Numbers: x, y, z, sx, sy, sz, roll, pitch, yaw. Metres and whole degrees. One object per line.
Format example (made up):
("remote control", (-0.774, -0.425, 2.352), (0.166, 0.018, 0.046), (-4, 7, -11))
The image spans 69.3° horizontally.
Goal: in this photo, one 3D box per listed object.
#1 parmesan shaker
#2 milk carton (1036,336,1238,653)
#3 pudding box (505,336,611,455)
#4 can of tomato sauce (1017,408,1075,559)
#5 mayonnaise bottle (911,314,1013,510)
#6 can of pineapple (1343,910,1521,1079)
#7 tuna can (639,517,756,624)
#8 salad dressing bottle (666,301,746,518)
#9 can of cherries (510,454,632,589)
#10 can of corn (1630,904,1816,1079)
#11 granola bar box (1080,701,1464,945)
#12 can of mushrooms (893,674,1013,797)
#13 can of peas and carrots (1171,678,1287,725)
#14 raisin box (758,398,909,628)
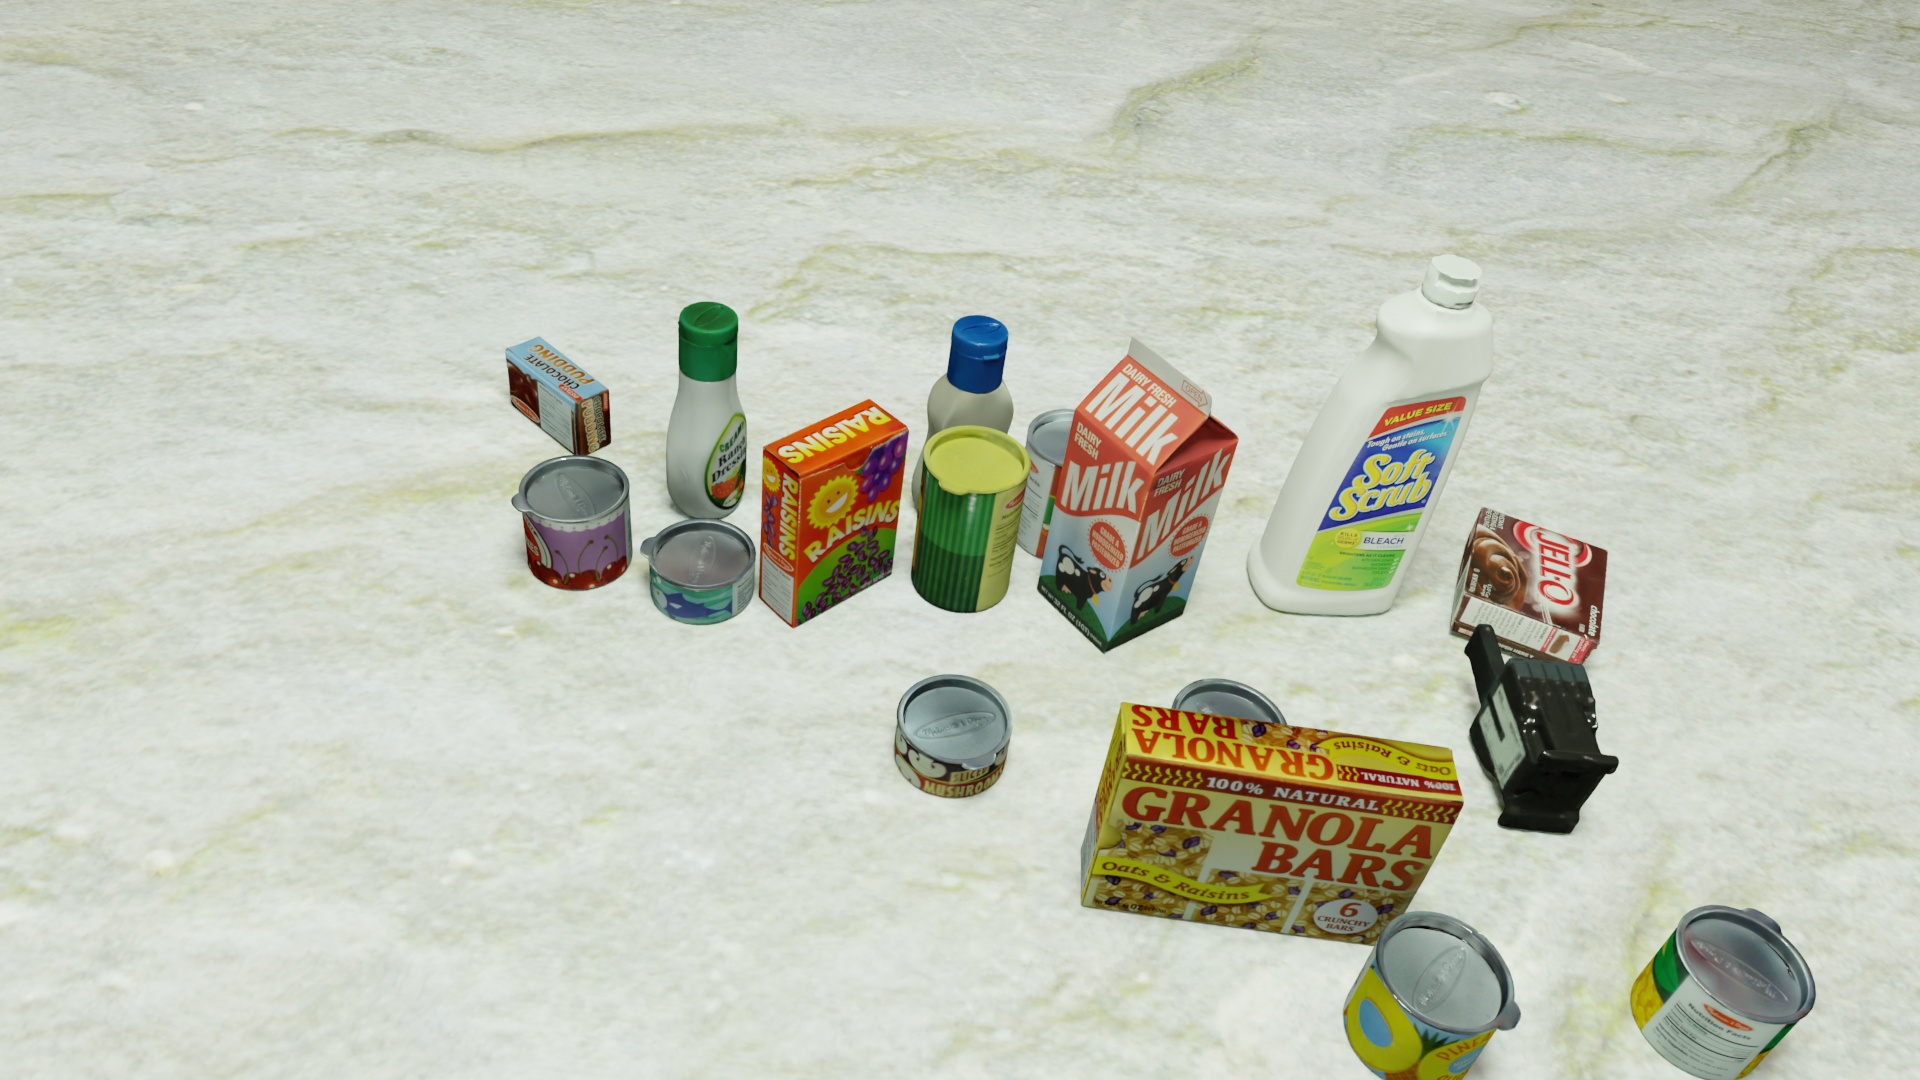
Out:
("parmesan shaker", (0.003, -0.011, 0.879), (0.071, 0.102, 0.072), (5, 41, -4))
("milk carton", (0.109, -0.029, 0.852), (0.074, 0.189, 0.072), (-22, 49, -31))
("pudding box", (-0.282, -0.101, 0.974), (0.084, 0.049, 0.030), (35, 47, 27))
("can of tomato sauce", (0.074, -0.036, 0.936), (0.071, 0.082, 0.071), (5, 41, -4))
("mayonnaise bottle", (0.005, -0.078, 0.923), (0.065, 0.147, 0.041), (-12, 44, -22))
("can of pineapple", (0.228, 0.227, 0.678), (0.071, 0.057, 0.071), (5, 41, -4))
("tuna can", (-0.164, 0.019, 0.868), (0.071, 0.032, 0.071), (5, 41, -4))
("salad dressing bottle", (-0.163, -0.083, 0.898), (0.044, 0.146, 0.064), (22, 42, 15))
("can of cherries", (-0.242, -0.011, 0.869), (0.071, 0.058, 0.072), (5, 41, -4))
("can of corn", (0.385, 0.228, 0.704), (0.071, 0.058, 0.071), (5, 41, -4))
("granola bar box", (0.152, 0.147, 0.706), (0.166, 0.123, 0.039), (8, 40, -1))
("can of mushrooms", (-0.004, 0.112, 0.788), (0.071, 0.033, 0.071), (5, 41, -4))
("can of peas and carrots", (0.144, 0.122, 0.783), (0.071, 0.058, 0.071), (5, 41, -4))
("raisin box", (-0.079, -0.016, 0.854), (0.086, 0.122, 0.040), (-28, 52, -35))
